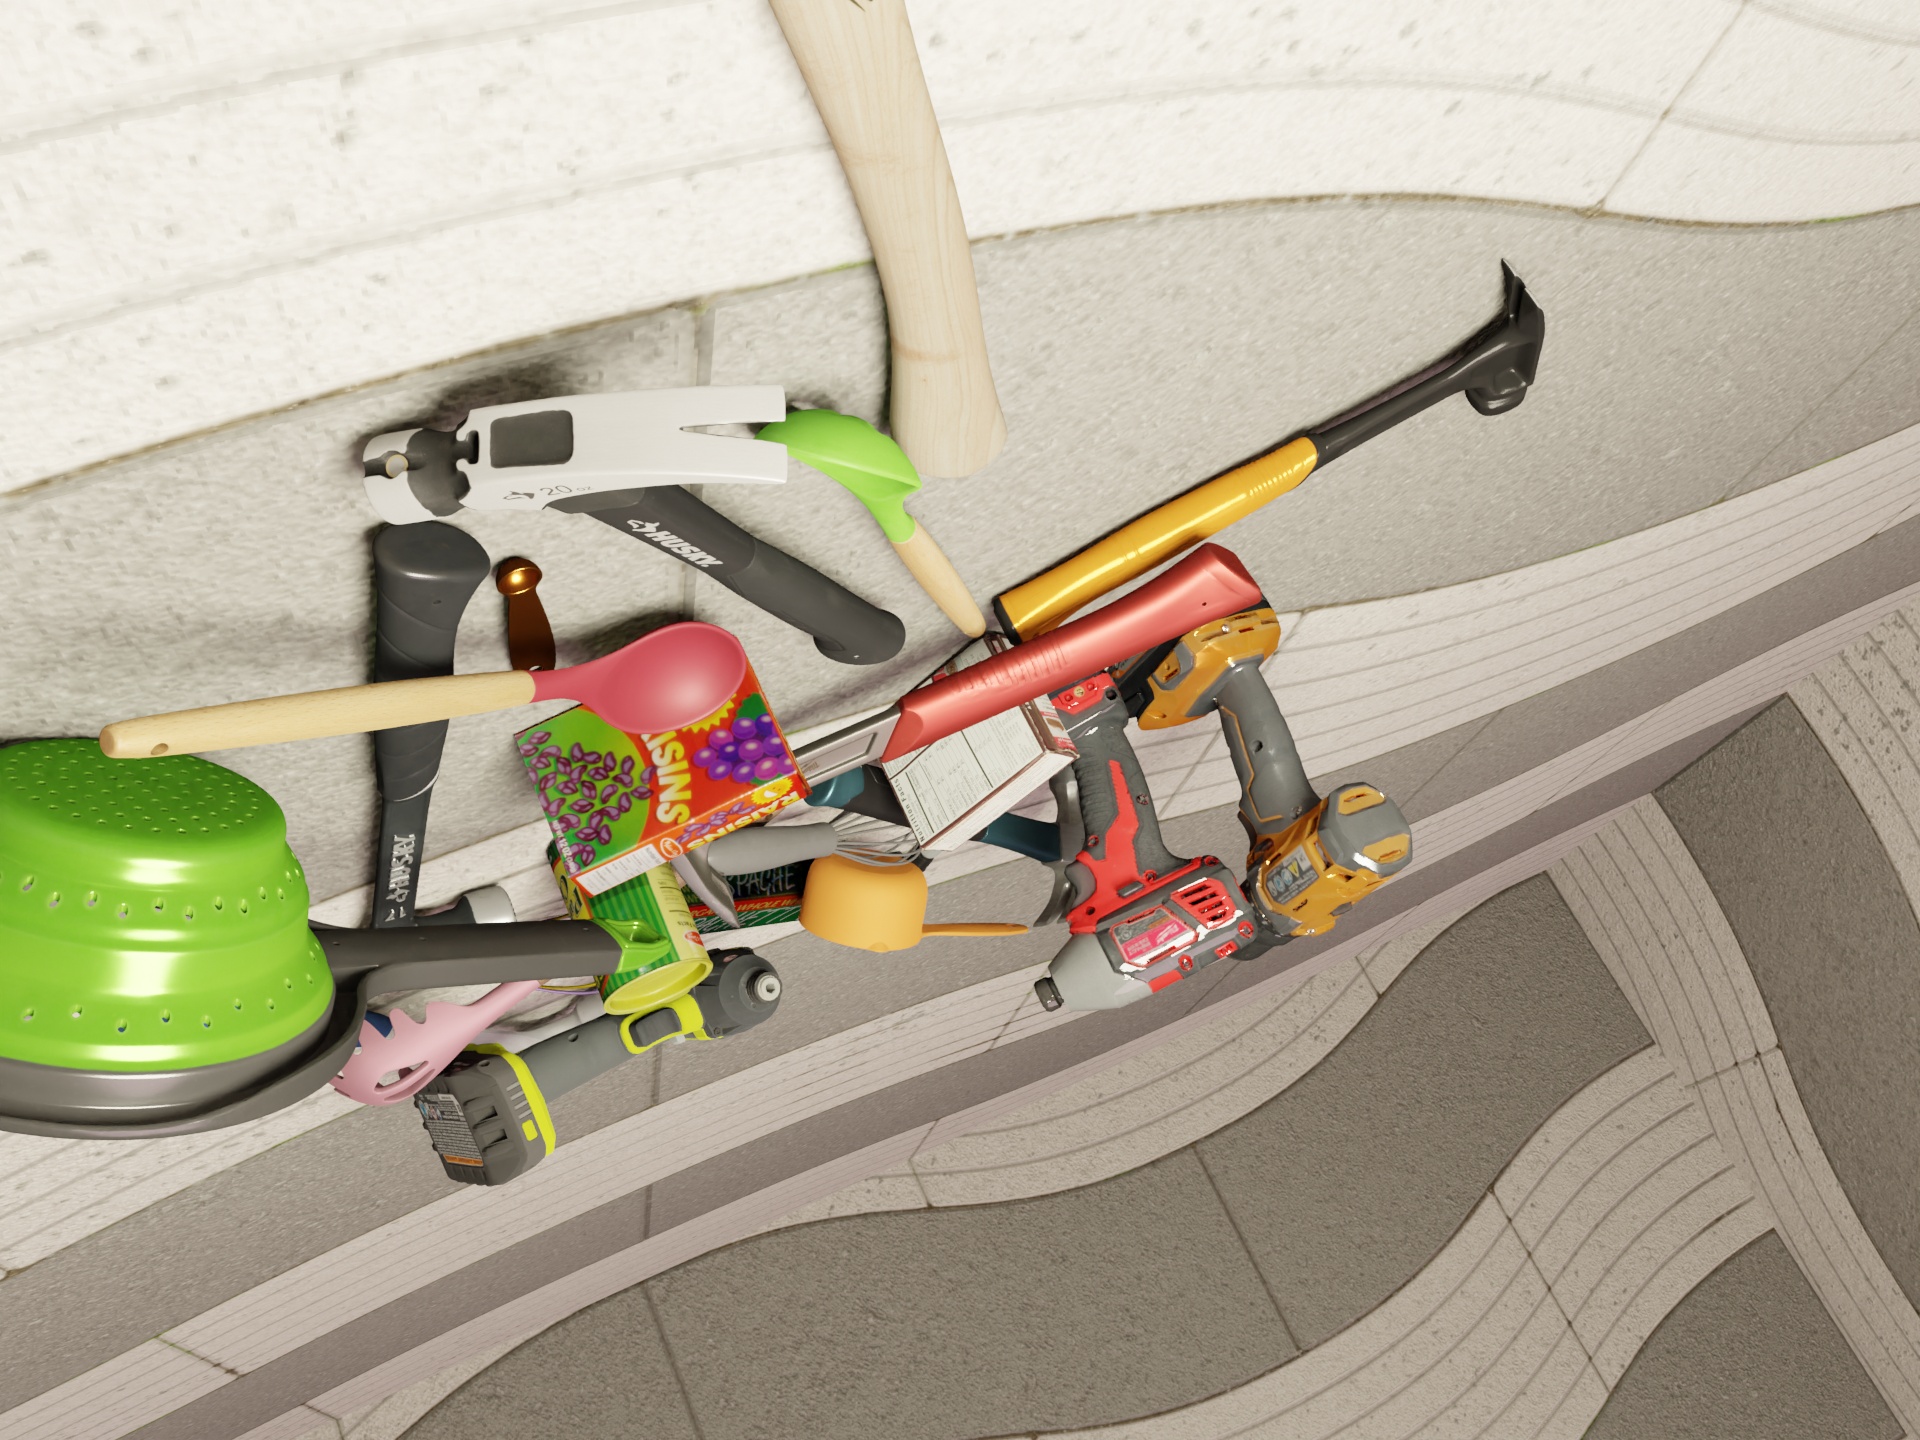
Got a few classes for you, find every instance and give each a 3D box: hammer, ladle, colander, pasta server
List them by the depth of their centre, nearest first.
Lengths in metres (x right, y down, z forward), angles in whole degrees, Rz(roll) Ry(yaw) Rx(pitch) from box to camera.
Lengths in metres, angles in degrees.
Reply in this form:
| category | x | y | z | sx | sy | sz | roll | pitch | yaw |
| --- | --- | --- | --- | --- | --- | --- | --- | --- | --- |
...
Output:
| category | x | y | z | sx | sy | sz | roll | pitch | yaw |
| --- | --- | --- | --- | --- | --- | --- | --- | --- | --- |
| hammer | -0.015 | -0.193 | 0.523 | 0.146 | 0.038 | 0.410 | -28 | 160 | -1 |
| ladle | -0.199 | -0.009 | 0.654 | 0.069 | 0.031 | 0.315 | -56 | 159 | 24 |
| colander | -0.276 | 0.072 | 0.677 | 0.396 | 0.205 | 0.094 | 5 | 108 | -50 |
| hammer | -0.089 | -0.069 | 0.682 | 0.146 | 0.035 | 0.334 | -6 | 170 | 16 |
| hammer | -0.271 | 0.036 | 0.762 | 0.149 | 0.036 | 0.408 | -14 | 156 | -28 |
| hammer | -0.001 | -0.003 | 0.889 | 0.359 | 0.037 | 0.149 | -23 | 134 | 0 |
| hammer | 0.169 | -0.136 | 0.891 | 0.337 | 0.034 | 0.127 | -29 | 161 | 5 |
| pasta server | -0.242 | 0.135 | 0.977 | 0.316 | 0.040 | 0.060 | -36 | 141 | -16 |
| hammer | -0.378 | 0.206 | 1.035 | 0.144 | 0.035 | 0.405 | -31 | 159 | 9 |
| hammer | 0.003 | 0.066 | 1.096 | 0.033 | 0.128 | 0.330 | -15 | 159 | 31 |

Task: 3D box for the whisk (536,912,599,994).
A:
| category | x | y | z | sx | sy | sz | roll | pitch | yaw |
| --- | --- | --- | --- | --- | --- | --- | --- | --- | --- |
| whisk | -0.307 | 0.145 | 0.982 | 0.244 | 0.051 | 0.047 | 3 | 123 | -47 |

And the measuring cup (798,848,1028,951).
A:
| category | x | y | z | sx | sy | sz | roll | pitch | yaw |
| --- | --- | --- | --- | --- | --- | --- | --- | --- | --- |
| measuring cup | -0.028 | 0.126 | 1.134 | 0.173 | 0.052 | 0.095 | 4 | -168 | -21 |

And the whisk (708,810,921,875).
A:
| category | x | y | z | sx | sy | sz | roll | pitch | yaw |
| --- | --- | --- | --- | --- | --- | --- | --- | --- | --- |
| whisk | -0.092 | 0.076 | 1.034 | 0.055 | 0.055 | 0.239 | -39 | 161 | 29 |

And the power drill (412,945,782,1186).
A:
| category | x | y | z | sx | sy | sz | roll | pitch | yaw |
| --- | --- | --- | --- | --- | --- | --- | --- | --- | --- |
| power drill | -0.232 | 0.215 | 1.047 | 0.223 | 0.080 | 0.171 | -25 | -176 | -36 |

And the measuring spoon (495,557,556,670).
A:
| category | x | y | z | sx | sy | sz | roll | pitch | yaw |
| --- | --- | --- | --- | --- | --- | --- | --- | --- | --- |
| measuring spoon | -0.193 | -0.043 | 0.706 | 0.021 | 0.011 | 0.116 | -22 | 163 | -18 |

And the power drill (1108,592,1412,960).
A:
| category | x | y | z | sx | sy | sz | roll | pitch | yaw |
| --- | --- | --- | --- | --- | --- | --- | --- | --- | --- |
| power drill | 0.185 | 0.041 | 1.057 | 0.084 | 0.226 | 0.185 | -15 | 156 | -30 |

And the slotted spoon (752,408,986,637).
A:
| category | x | y | z | sx | sy | sz | roll | pitch | yaw |
| --- | --- | --- | --- | --- | --- | --- | --- | --- | --- |
| slotted spoon | -0.025 | -0.086 | 0.769 | 0.313 | 0.070 | 0.031 | 44 | 64 | -73 |

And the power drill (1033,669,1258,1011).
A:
| category | x | y | z | sx | sy | sz | roll | pitch | yaw |
| --- | --- | --- | --- | --- | --- | --- | --- | --- | --- |
| power drill | 0.077 | 0.073 | 1.011 | 0.143 | 0.220 | 0.078 | -28 | 159 | 2 |
